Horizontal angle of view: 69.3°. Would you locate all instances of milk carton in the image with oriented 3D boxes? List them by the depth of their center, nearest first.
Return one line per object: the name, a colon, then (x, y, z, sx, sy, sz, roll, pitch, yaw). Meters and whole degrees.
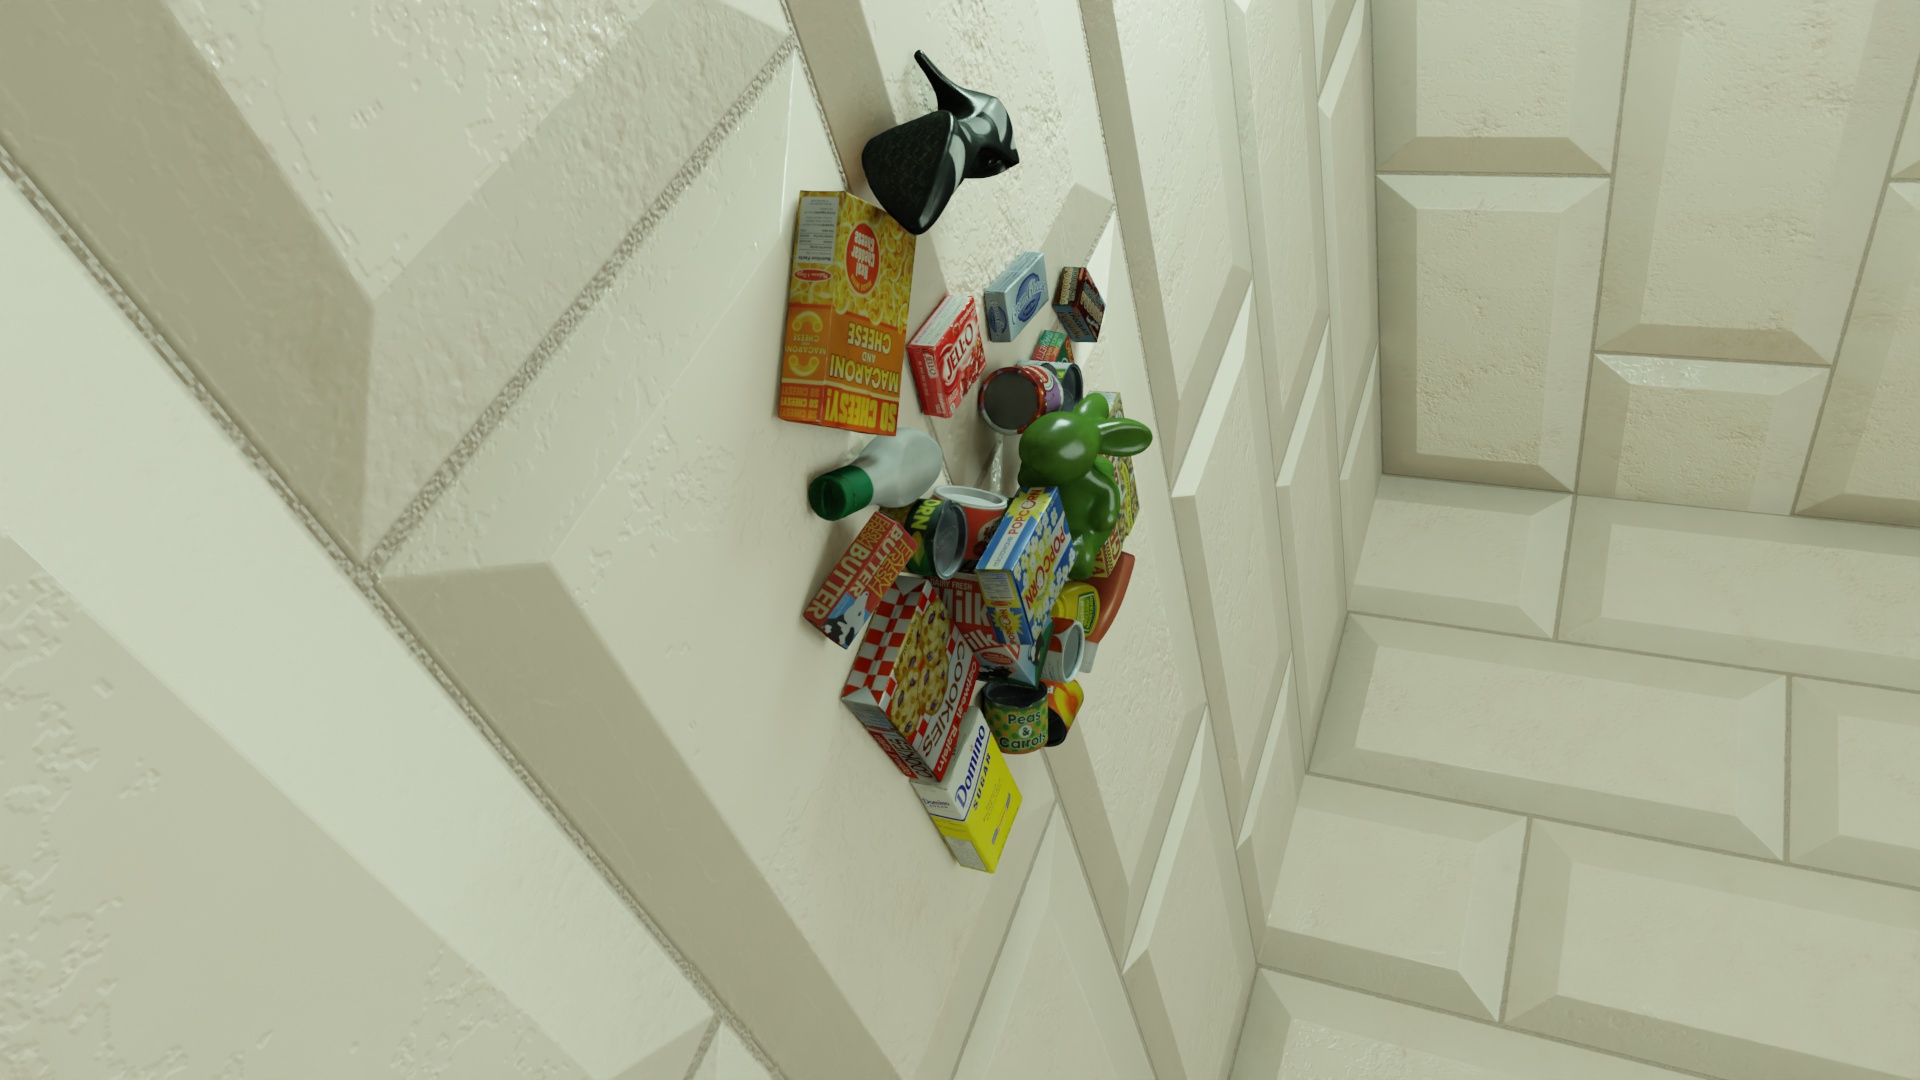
milk carton: (0.025, 0.070, 1.312, 0.190, 0.072, 0.074, 54, 47, -56)

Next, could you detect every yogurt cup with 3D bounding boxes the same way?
yogurt cup: (0.004, -0.016, 1.255, 0.072, 0.072, 0.053, -19, 122, -64)

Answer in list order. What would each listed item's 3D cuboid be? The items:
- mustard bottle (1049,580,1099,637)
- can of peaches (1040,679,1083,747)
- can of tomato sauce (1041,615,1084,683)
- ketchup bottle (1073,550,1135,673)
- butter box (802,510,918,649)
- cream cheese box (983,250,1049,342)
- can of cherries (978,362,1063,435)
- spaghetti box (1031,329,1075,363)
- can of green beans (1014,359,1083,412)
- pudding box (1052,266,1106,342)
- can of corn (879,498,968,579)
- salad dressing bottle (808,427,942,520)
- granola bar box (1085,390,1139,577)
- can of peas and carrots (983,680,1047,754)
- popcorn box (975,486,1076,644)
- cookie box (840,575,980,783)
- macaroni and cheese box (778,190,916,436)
mustard bottle: (0.108, 0.078, 1.528, 0.160, 0.049, 0.065, 2, 94, -66)
can of peaches: (0.093, 0.178, 1.504, 0.058, 0.071, 0.071, -55, 144, -46)
can of tomato sauce: (0.078, 0.107, 1.428, 0.071, 0.083, 0.071, 7, 91, -66)
ketchup bottle: (0.154, 0.079, 1.621, 0.043, 0.065, 0.148, 14, 93, -54)
butter box: (-0.078, 0.031, 1.093, 0.103, 0.024, 0.053, -55, 152, -9)
cream cheese box: (0.055, -0.237, 1.349, 0.104, 0.024, 0.053, -53, 141, -48)
can of cherries: (0.059, -0.138, 1.333, 0.058, 0.071, 0.071, -18, 113, -63)
spaghetti box: (0.120, -0.121, 1.521, 0.248, 0.029, 0.050, 70, 35, -46)
can of green beans: (0.086, -0.148, 1.401, 0.071, 0.058, 0.071, 6, 91, -66)
pudding box: (0.129, -0.254, 1.501, 0.083, 0.030, 0.050, 47, 54, -60)
can of corn: (-0.034, -0.005, 1.177, 0.071, 0.058, 0.071, 7, 91, -66)
salad dressing bottle: (-0.067, -0.051, 1.111, 0.148, 0.044, 0.064, -30, 126, -59)
granola bar box: (0.152, -0.061, 1.515, 0.125, 0.039, 0.164, -59, 145, -43)
can of peas and carrots: (0.058, 0.179, 1.420, 0.071, 0.071, 0.058, -40, 133, -57)
popcorn box: (0.060, 0.021, 1.241, 0.127, 0.038, 0.085, -59, 140, -45)
cookie box: (-0.038, 0.125, 1.227, 0.166, 0.040, 0.123, 61, 42, -53)
macaroni and cheese box: (-0.083, -0.166, 1.044, 0.124, 0.040, 0.166, 2, 94, -66)
